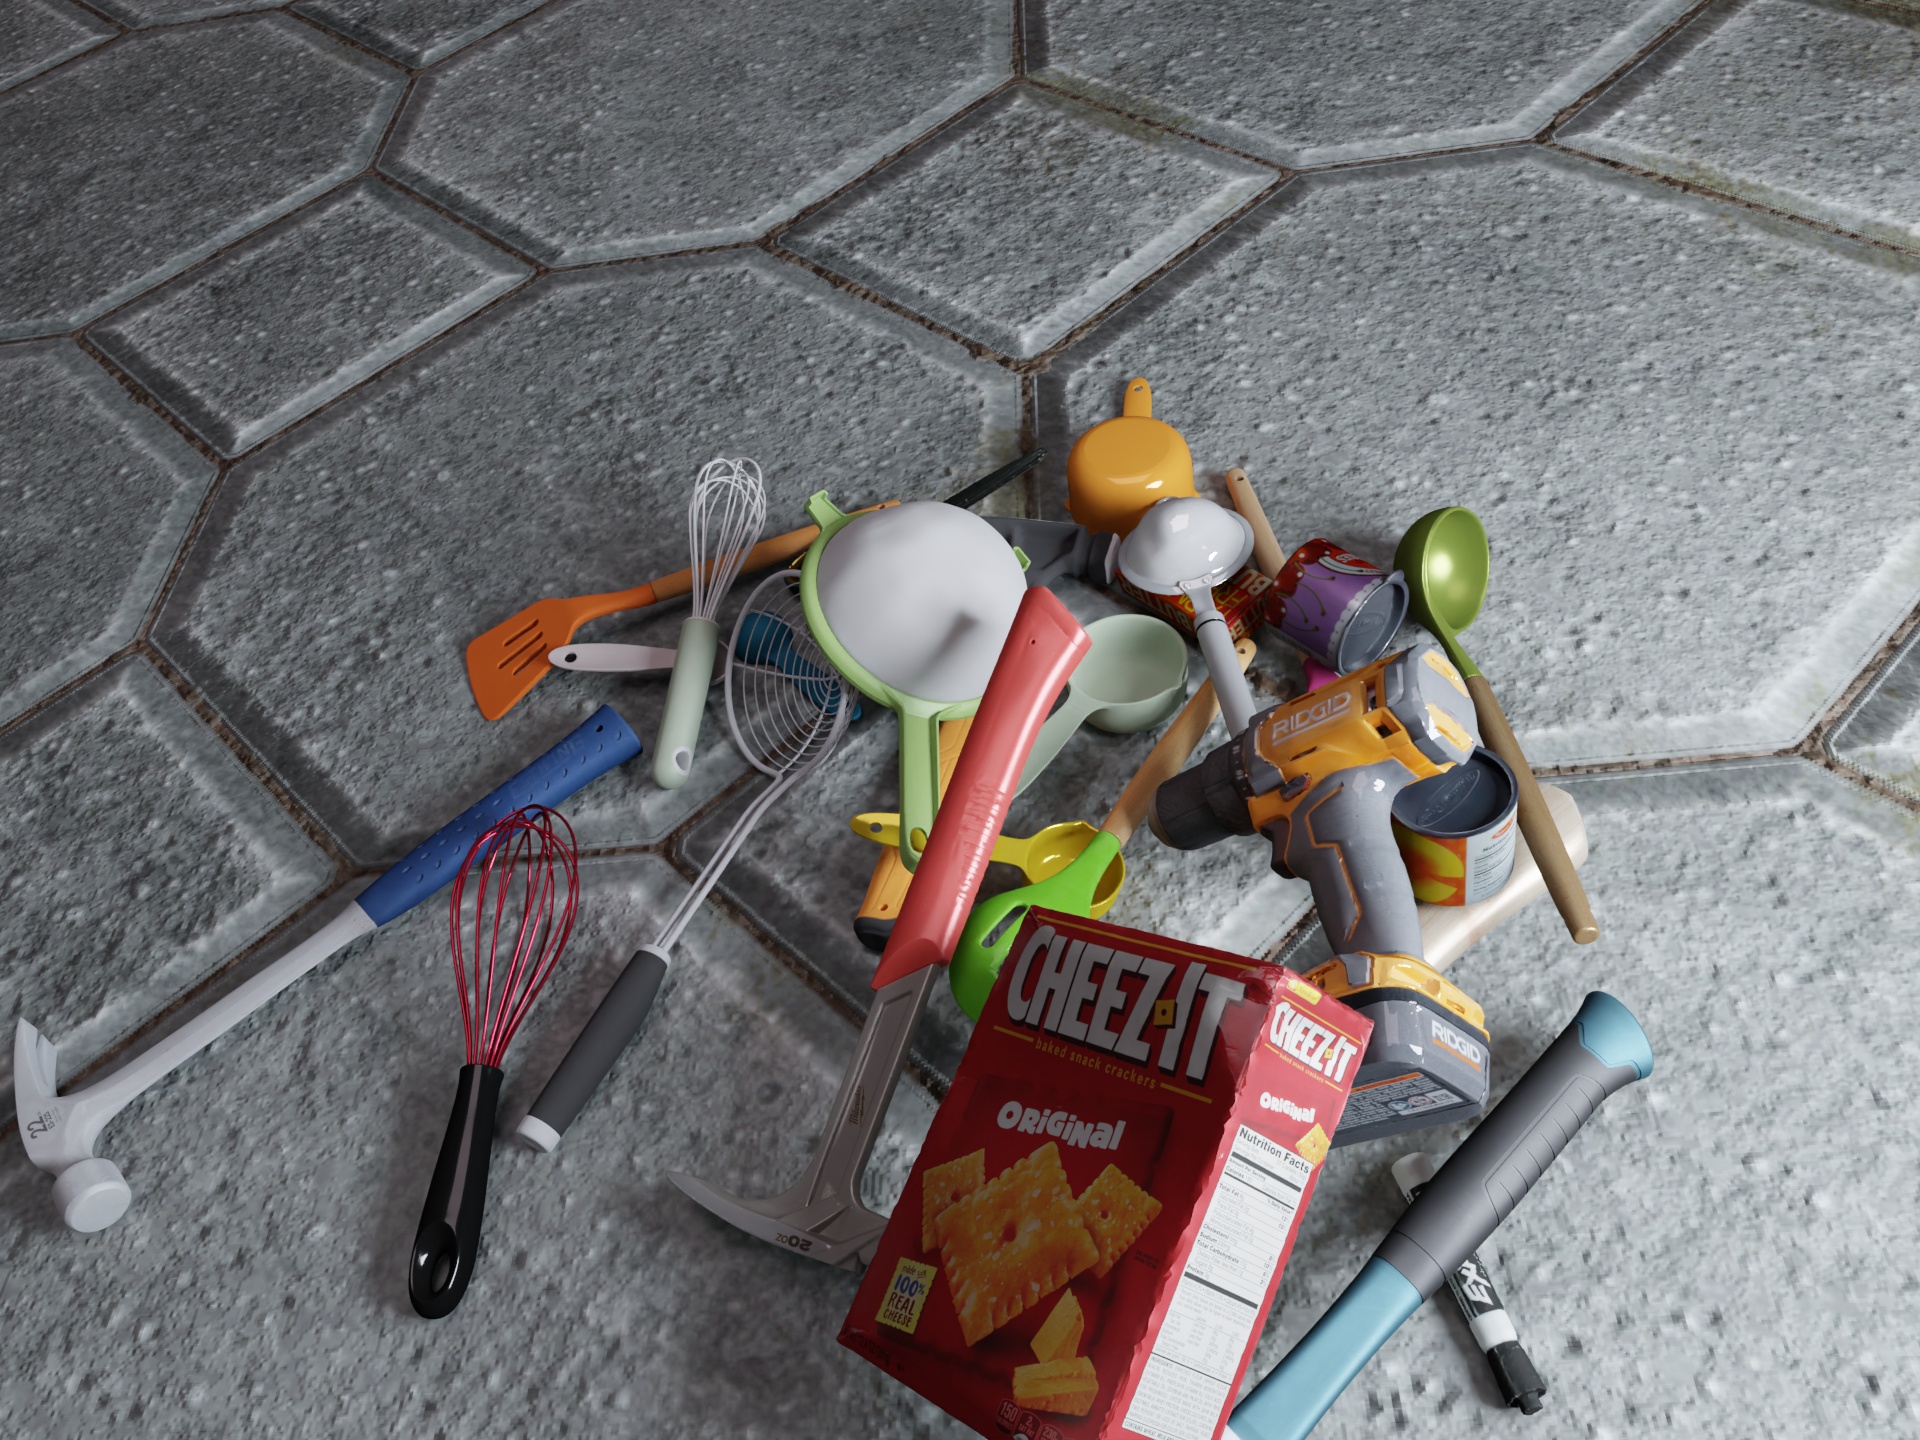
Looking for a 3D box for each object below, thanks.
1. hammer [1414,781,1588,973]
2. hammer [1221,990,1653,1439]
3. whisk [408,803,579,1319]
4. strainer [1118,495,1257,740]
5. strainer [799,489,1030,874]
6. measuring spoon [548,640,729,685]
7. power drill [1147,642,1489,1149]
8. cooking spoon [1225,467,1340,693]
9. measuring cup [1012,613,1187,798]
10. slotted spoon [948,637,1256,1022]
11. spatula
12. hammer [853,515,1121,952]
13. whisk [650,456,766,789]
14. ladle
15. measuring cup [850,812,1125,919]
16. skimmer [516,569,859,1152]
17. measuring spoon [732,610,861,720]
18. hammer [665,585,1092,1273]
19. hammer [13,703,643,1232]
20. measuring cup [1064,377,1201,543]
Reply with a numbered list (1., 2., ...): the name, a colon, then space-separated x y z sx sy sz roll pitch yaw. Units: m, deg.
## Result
1. hammer: 0.175 0.163 0.804 0.411 0.038 0.146 -40 52 -23
2. hammer: 0.201 0.237 0.698 0.331 0.033 0.128 -38 65 -24
3. whisk: -0.259 0.175 0.872 0.073 0.073 0.296 -4 55 8
4. strainer: 0.150 -0.065 0.959 0.087 0.050 0.259 -16 50 6
5. strainer: -0.014 -0.036 0.912 0.151 0.069 0.257 14 52 -21
6. measuring spoon: -0.213 -0.038 1.061 0.124 0.018 0.034 2 62 3
7. power drill: 0.163 0.087 0.771 0.185 0.084 0.226 -28 41 40
8. cooking spoon: 0.215 -0.054 0.997 0.069 0.017 0.319 -13 49 1
9. measuring cup: 0.074 0.003 0.964 0.083 0.038 0.167 29 63 31
10. slotted spoon: 0.094 0.049 0.891 0.070 0.031 0.314 29 53 16
11. spatula: -0.190 -0.091 1.111 0.322 0.041 0.081 -21 50 -12
12. hammer: -0.002 -0.003 0.986 0.127 0.034 0.337 9 52 18
13. whisk: -0.169 -0.069 1.045 0.059 0.057 0.246 -9 60 33
14. ladle: 0.305 -0.008 0.884 0.062 0.078 0.320 -28 38 20
15. measuring cup: 0.014 0.079 0.896 0.156 0.029 0.062 11 51 5
16. skimmer: -0.164 0.069 0.919 0.127 0.090 0.363 -8 42 47
17. measuring spoon: -0.108 -0.039 1.046 0.042 0.021 0.129 -37 51 -20
18. hammer: -0.020 0.094 0.815 0.149 0.036 0.359 11 70 29
19. hammer: -0.369 0.119 0.954 0.405 0.035 0.144 -38 53 -21
20. measuring cup: 0.121 -0.202 1.121 0.095 0.052 0.174 -1 51 11
